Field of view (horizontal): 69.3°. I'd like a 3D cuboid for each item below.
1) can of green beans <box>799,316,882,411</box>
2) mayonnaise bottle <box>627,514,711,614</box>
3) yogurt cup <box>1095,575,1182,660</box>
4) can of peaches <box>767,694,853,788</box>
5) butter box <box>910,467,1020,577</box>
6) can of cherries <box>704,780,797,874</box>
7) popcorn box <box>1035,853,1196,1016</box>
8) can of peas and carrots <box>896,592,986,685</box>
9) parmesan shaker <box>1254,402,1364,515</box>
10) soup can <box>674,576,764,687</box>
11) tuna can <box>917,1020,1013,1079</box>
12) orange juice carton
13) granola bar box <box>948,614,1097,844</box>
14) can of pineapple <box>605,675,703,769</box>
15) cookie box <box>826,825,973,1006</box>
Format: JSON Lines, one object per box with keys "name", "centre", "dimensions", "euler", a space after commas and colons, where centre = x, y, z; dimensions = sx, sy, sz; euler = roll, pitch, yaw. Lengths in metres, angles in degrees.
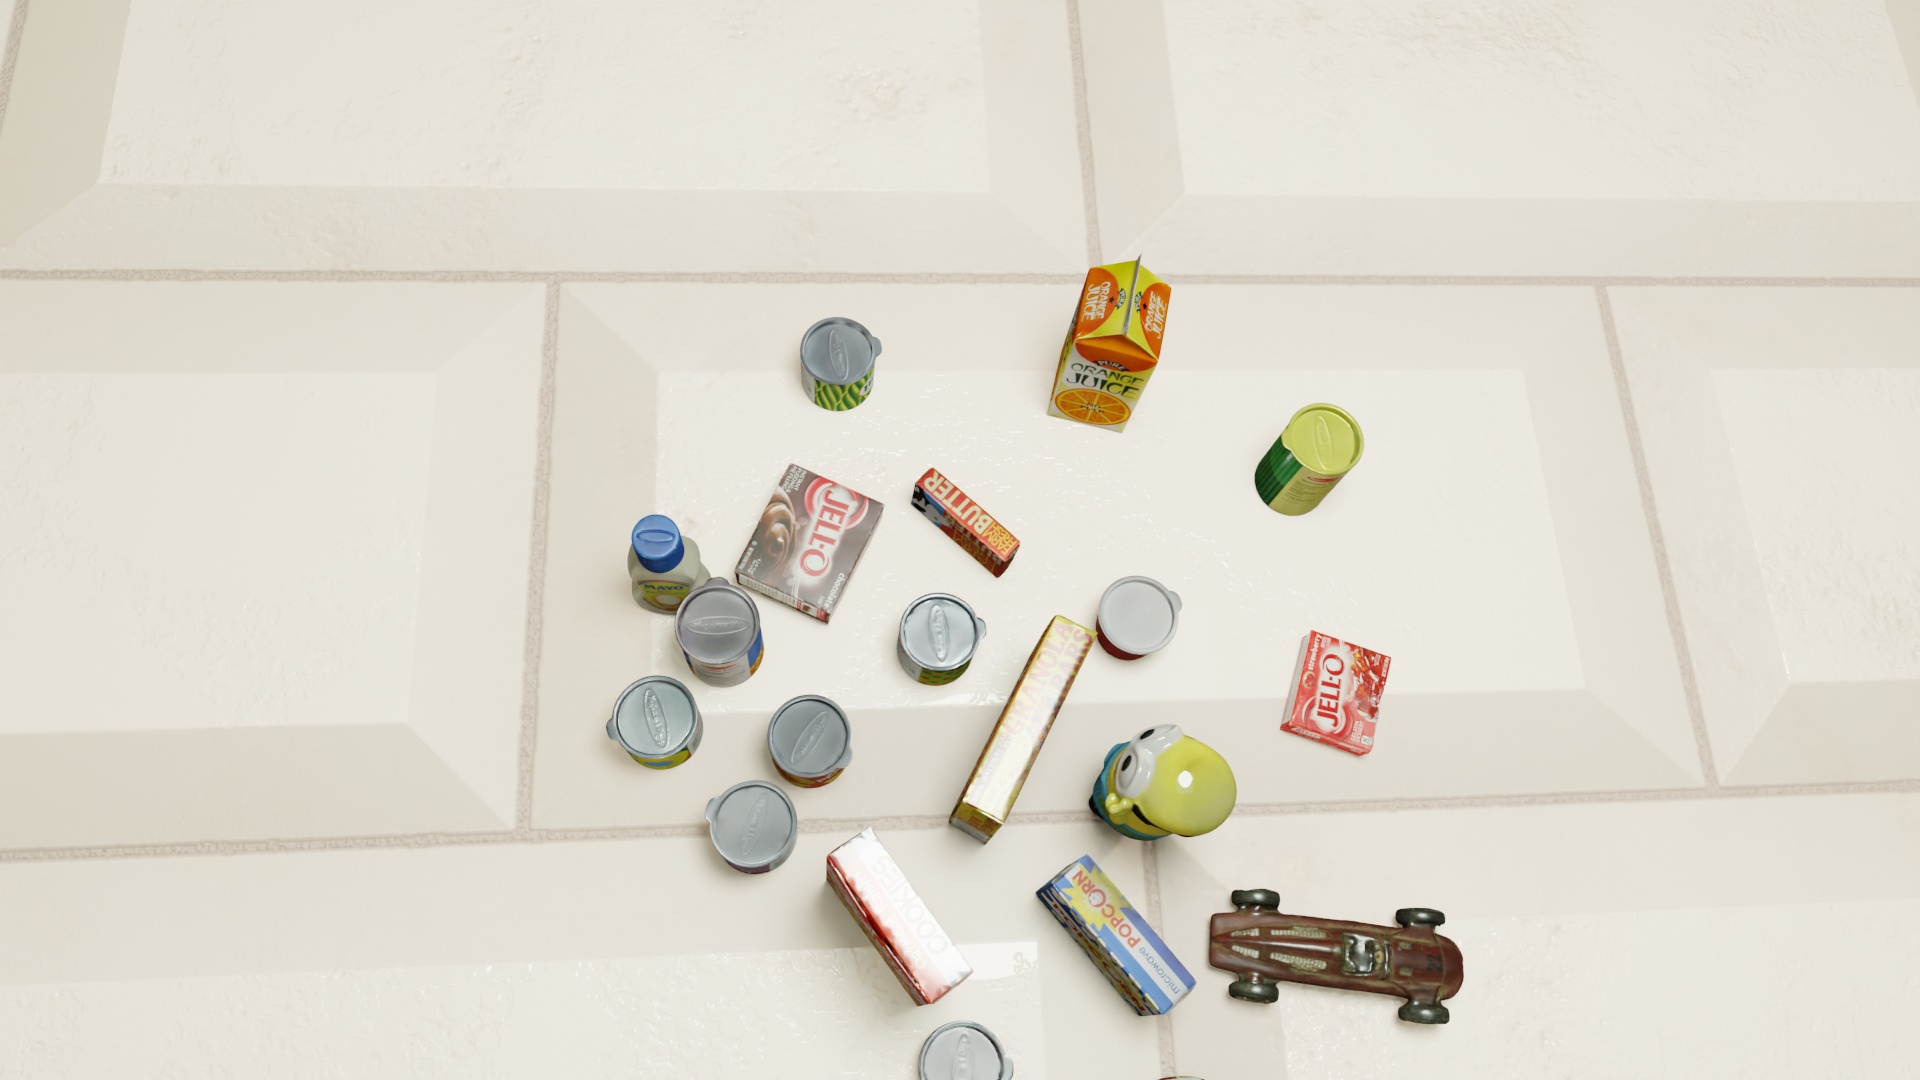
{"name": "can of green beans", "centre": [-0.108, -0.155, 1.225], "dimensions": [0.071, 0.057, 0.071], "euler": [2, 71, -5]}
{"name": "mayonnaise bottle", "centre": [-0.234, 0.021, 1.103], "dimensions": [0.065, 0.147, 0.041], "euler": [2, 71, -5]}
{"name": "yogurt cup", "centre": [0.146, 0.069, 1.173], "dimensions": [0.072, 0.053, 0.072], "euler": [2, 71, -5]}
{"name": "can of peaches", "centre": [-0.118, 0.163, 1.112], "dimensions": [0.071, 0.058, 0.071], "euler": [2, 71, -5]}
{"name": "butter box", "centre": [0.004, -0.015, 1.189], "dimensions": [0.103, 0.053, 0.024], "euler": [41, 72, 9]}
{"name": "can of cherries", "centre": [-0.163, 0.223, 1.086], "dimensions": [0.071, 0.058, 0.071], "euler": [2, 71, -5]}
{"name": "popcorn box", "centre": [0.118, 0.305, 1.070], "dimensions": [0.038, 0.085, 0.127], "euler": [-38, 78, -16]}
{"name": "can of peas and carrots", "centre": [-0.017, 0.082, 1.150], "dimensions": [0.071, 0.058, 0.071], "euler": [2, 71, -5]}
{"name": "parmesan shaker", "centre": [0.299, -0.069, 1.212], "dimensions": [0.071, 0.102, 0.071], "euler": [2, 71, -5]}
{"name": "soup can", "centre": [-0.193, 0.075, 1.122], "dimensions": [0.071, 0.083, 0.071], "euler": [2, 71, -5]}
{"name": "tuna can", "centre": [0.003, 0.399, 1.053], "dimensions": [0.071, 0.032, 0.071], "euler": [2, 70, -5]}
{"name": "orange juice carton", "centre": [0.129, -0.168, 1.182], "dimensions": [0.073, 0.192, 0.072], "euler": [14, 70, -1]}
{"name": "granola bar box", "centre": [0.047, 0.150, 1.097], "dimensions": [0.039, 0.123, 0.166], "euler": [27, 70, 4]}
{"name": "can of pineapple", "centre": [-0.242, 0.146, 1.106], "dimensions": [0.071, 0.057, 0.071], "euler": [2, 71, -5]}
{"name": "cookie box", "centre": [-0.049, 0.280, 1.019], "dimensions": [0.040, 0.167, 0.123], "euler": [-35, 78, -15]}
